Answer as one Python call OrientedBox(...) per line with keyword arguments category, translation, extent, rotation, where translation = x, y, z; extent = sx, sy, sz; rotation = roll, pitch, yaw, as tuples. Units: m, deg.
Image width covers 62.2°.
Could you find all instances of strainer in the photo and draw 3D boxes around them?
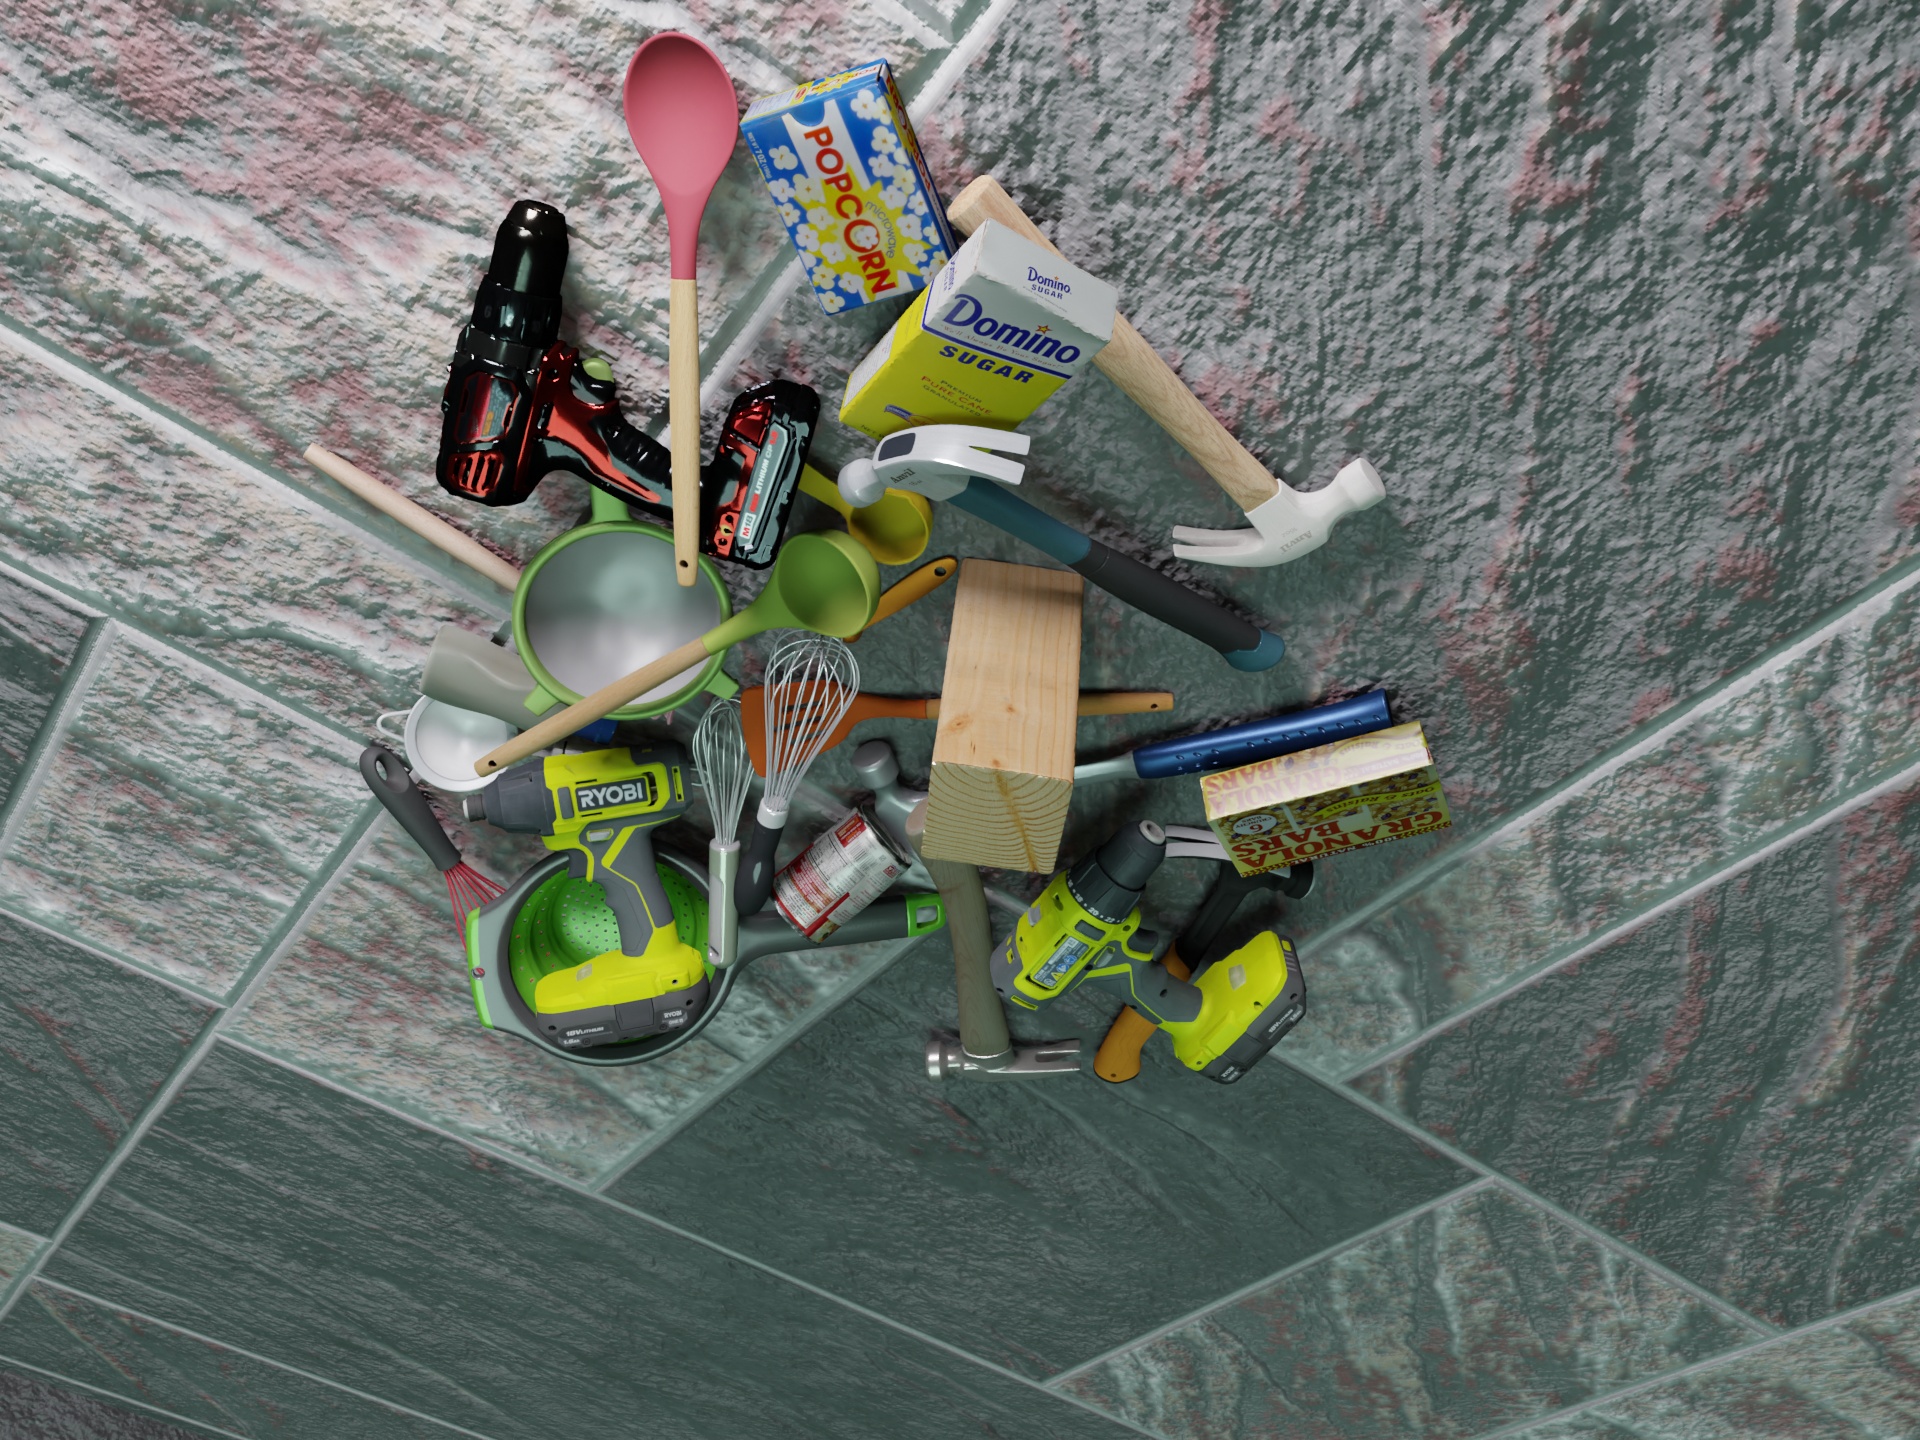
OrientedBox(category="strainer", translation=(-0.239, -0.128, 1.104), extent=(0.151, 0.069, 0.256), rotation=(-5, 116, -8))
OrientedBox(category="strainer", translation=(-0.328, 0.025, 1.268), extent=(0.258, 0.050, 0.087), rotation=(11, 90, -10))

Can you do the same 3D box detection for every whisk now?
OrientedBox(category="whisk", translation=(-0.187, 0.091, 1.264), extent=(0.058, 0.059, 0.246), rotation=(27, 122, 40))
OrientedBox(category="whisk", translation=(-0.134, 0.044, 1.189), extent=(0.070, 0.070, 0.284), rotation=(15, 126, -7))
OrientedBox(category="whisk", translation=(-0.433, 0.136, 1.377), extent=(0.073, 0.073, 0.295), rotation=(-12, 126, 18))

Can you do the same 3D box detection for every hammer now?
OrientedBox(category="hammer", translation=(0.020, 0.197, 1.354), extent=(0.146, 0.038, 0.410), rotation=(-4, 139, 4))
OrientedBox(category="hammer", translation=(0.087, -0.107, 1.055), extent=(0.330, 0.033, 0.128), rotation=(25, 157, -30))
OrientedBox(category="hammer", translation=(0.180, 0.217, 1.389), extent=(0.127, 0.034, 0.336), rotation=(15, 133, -8))
OrientedBox(category="hammer", translation=(0.127, 0.039, 1.226), extent=(0.405, 0.035, 0.143), rotation=(-12, 130, 18))
OrientedBox(category="hammer", translation=(0.116, -0.210, 0.993), extent=(0.130, 0.031, 0.331), rotation=(-34, 121, 32))

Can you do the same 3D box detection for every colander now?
OrientedBox(category="colander", translation=(-0.214, 0.173, 1.365), extent=(0.397, 0.095, 0.204), rotation=(-5, 107, -12))

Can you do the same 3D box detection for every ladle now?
OrientedBox(category="ladle", translation=(-0.161, -0.232, 0.934), extent=(0.069, 0.031, 0.315), rotation=(7, 109, 13))
OrientedBox(category="ladle", translation=(-0.198, -0.036, 1.087), extent=(0.320, 0.062, 0.078), rotation=(-28, 103, 7))

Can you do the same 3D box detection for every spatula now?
OrientedBox(category="spatula", translation=(-0.002, -0.004, 1.198), extent=(0.322, 0.041, 0.081), rotation=(-2, 121, 7))

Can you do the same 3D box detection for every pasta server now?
OrientedBox(category="pasta server", translation=(-0.333, -0.098, 1.153), extent=(0.316, 0.060, 0.040), rotation=(34, 92, -20))

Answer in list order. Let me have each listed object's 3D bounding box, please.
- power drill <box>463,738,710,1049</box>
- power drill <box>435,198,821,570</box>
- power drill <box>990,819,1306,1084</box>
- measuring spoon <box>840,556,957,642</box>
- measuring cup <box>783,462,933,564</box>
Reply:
OrientedBox(category="power drill", translation=(-0.286, 0.135, 1.248), extent=(0.171, 0.080, 0.223), rotation=(-9, 104, -12))
OrientedBox(category="power drill", translation=(-0.204, -0.204, 0.995), extent=(0.226, 0.080, 0.187), rotation=(16, 111, -9))
OrientedBox(category="power drill", translation=(0.163, 0.187, 1.282), extent=(0.228, 0.080, 0.190), rotation=(28, 119, -18))
OrientedBox(category="measuring spoon", translation=(-0.047, -0.085, 1.146), extent=(0.117, 0.011, 0.021), rotation=(-31, 123, 31))
OrientedBox(category="measuring cup", translation=(-0.088, -0.162, 1.076), extent=(0.156, 0.029, 0.062), rotation=(32, 129, -6))
